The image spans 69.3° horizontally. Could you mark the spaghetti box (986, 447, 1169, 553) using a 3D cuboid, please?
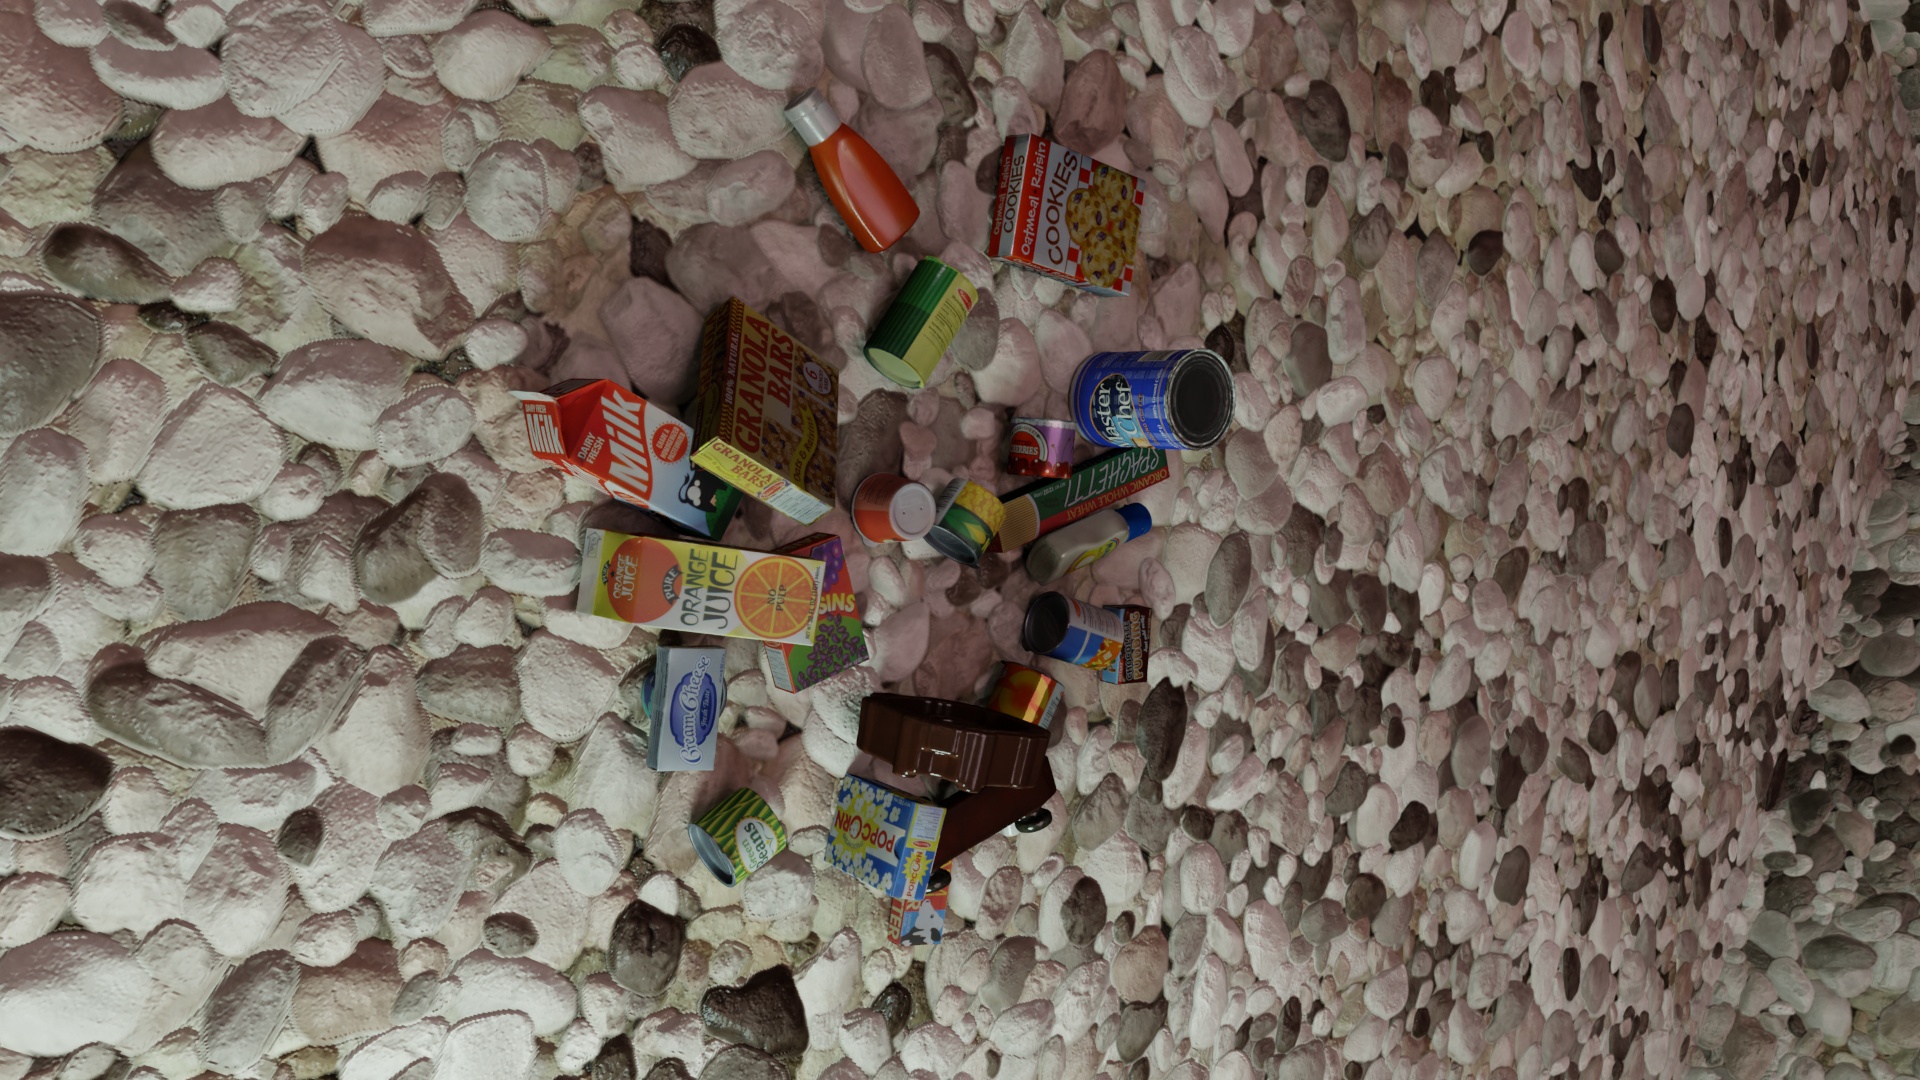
[{"bbox_3d":[0.123,-0.052,1.446,0.251,0.028,0.050,-24,109,-34],"label":"spaghetti box"}]

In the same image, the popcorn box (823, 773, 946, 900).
[{"bbox_3d":[-0.071,0.268,1.263,0.038,0.126,0.085,19,83,-34],"label":"popcorn box"}]

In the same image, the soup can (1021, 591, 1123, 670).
[{"bbox_3d":[0.115,0.096,1.433,0.084,0.071,0.071,20,82,-38],"label":"soup can"}]

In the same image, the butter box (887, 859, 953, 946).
[{"bbox_3d":[-0.038,0.343,1.360,0.053,0.024,0.103,9,89,-39],"label":"butter box"}]

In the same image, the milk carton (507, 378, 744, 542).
[{"bbox_3d":[-0.267,-0.073,1.111,0.190,0.072,0.073,32,75,-35],"label":"milk carton"}]

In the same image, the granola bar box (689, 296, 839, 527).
[{"bbox_3d":[-0.160,-0.107,1.159,0.124,0.039,0.166,33,39,-35],"label":"granola bar box"}]

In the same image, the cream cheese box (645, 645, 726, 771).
[{"bbox_3d":[-0.227,0.138,1.150,0.053,0.024,0.103,5,92,-36],"label":"cream cheese box"}]

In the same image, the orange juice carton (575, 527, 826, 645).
[{"bbox_3d":[-0.214,0.037,1.144,0.193,0.073,0.071,8,90,-17],"label":"orange juice carton"}]

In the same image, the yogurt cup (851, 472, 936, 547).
[{"bbox_3d":[-0.059,-0.029,1.290,0.072,0.054,0.072,-4,96,-38],"label":"yogurt cup"}]

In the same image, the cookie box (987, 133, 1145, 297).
[{"bbox_3d":[0.108,-0.325,1.403,0.167,0.040,0.123,9,88,-39],"label":"cookie box"}]

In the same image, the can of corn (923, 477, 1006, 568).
[{"bbox_3d":[0.005,-0.017,1.332,0.071,0.071,0.058,46,67,-32],"label":"can of corn"}]

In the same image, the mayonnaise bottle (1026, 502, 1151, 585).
[{"bbox_3d":[0.138,-0.001,1.443,0.149,0.064,0.041,-22,67,-36],"label":"mayonnaise bottle"}]

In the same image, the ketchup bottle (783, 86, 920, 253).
[{"bbox_3d":[-0.099,-0.332,1.237,0.065,0.043,0.148,-52,122,-23],"label":"ketchup bottle"}]

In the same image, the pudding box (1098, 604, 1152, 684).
[{"bbox_3d":[0.178,0.112,1.503,0.050,0.030,0.083,2,93,-37],"label":"pudding box"}]

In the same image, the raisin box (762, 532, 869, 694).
[{"bbox_3d":[-0.138,0.064,1.246,0.086,0.040,0.123,-22,107,-34],"label":"raisin box"}]

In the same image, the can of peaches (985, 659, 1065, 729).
[{"bbox_3d":[0.062,0.160,1.397,0.071,0.071,0.058,33,75,-35],"label":"can of peaches"}]

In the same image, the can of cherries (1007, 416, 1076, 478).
[{"bbox_3d":[0.079,-0.092,1.384,0.071,0.071,0.058,2,94,-38],"label":"can of cherries"}]

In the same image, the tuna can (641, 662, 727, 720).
[{"bbox_3d":[-0.236,0.133,1.180,0.071,0.033,0.071,-4,97,-38],"label":"tuna can"}]

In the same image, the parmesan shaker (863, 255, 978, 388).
[{"bbox_3d":[-0.038,-0.201,1.281,0.071,0.071,0.103,42,70,-33],"label":"parmesan shaker"}]

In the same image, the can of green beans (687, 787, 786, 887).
[{"bbox_3d":[-0.193,0.257,1.204,0.058,0.071,0.071,-33,114,-31],"label":"can of green beans"}]
